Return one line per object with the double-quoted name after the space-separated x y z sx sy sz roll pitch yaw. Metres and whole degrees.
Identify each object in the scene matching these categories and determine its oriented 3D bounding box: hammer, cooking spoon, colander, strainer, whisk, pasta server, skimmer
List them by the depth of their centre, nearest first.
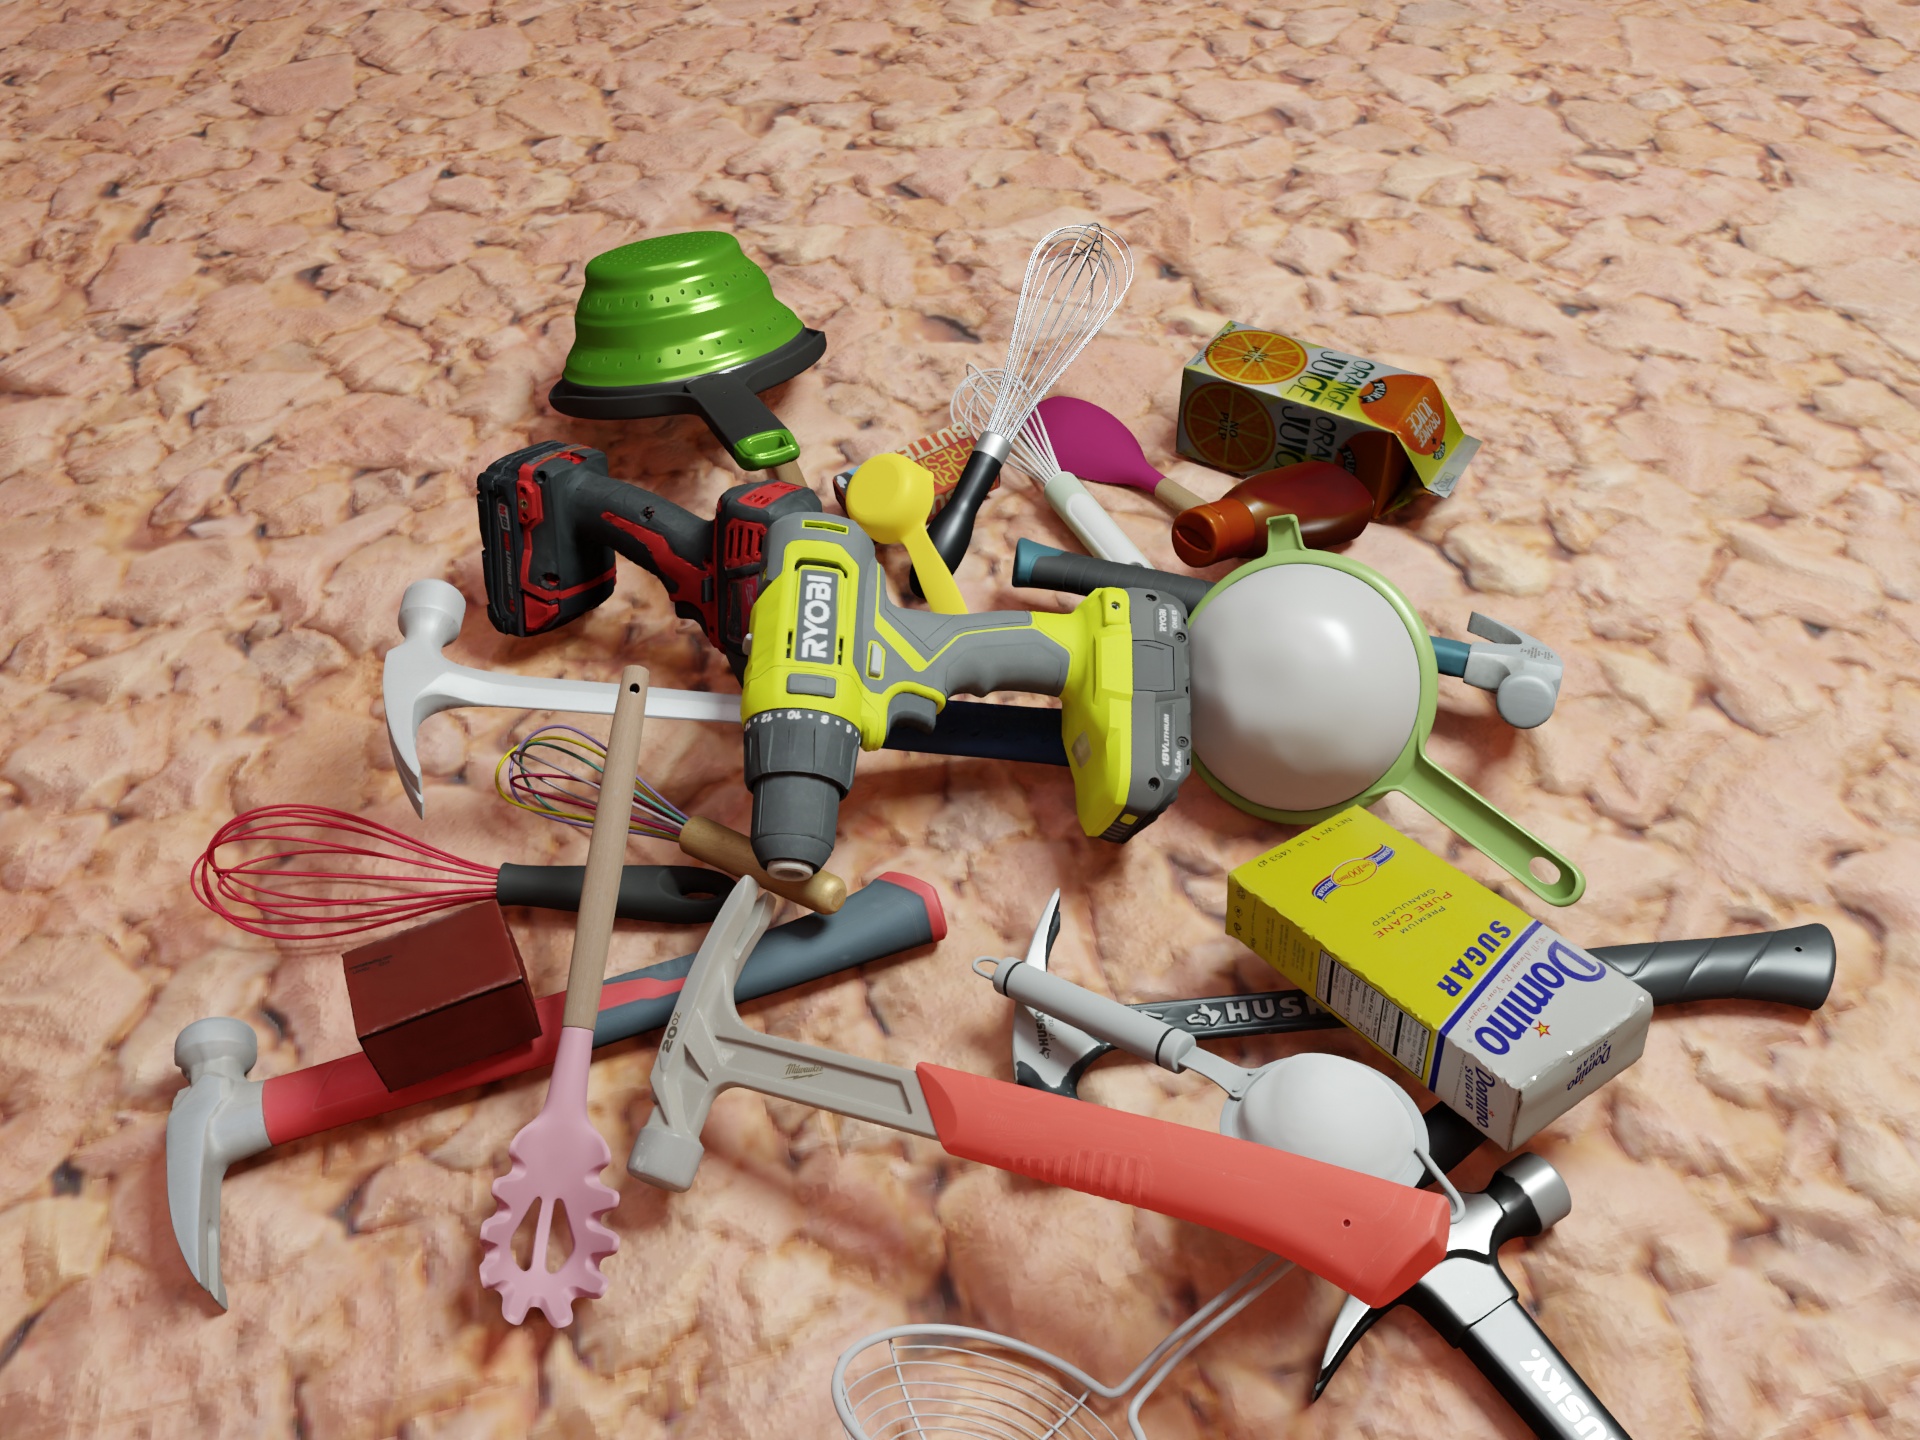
0.277 0.326 0.596 0.146 0.035 0.335 -25 50 -19 "hammer"
0.119 0.211 0.665 0.363 0.090 0.127 -31 24 -18 "skimmer"
0.024 0.164 0.676 0.359 0.036 0.149 7 64 29 "hammer"
0.101 0.149 0.706 0.259 0.050 0.087 18 40 39 "strainer"
-0.176 0.119 0.755 0.060 0.040 0.316 12 68 -18 "pasta server"
0.227 0.134 0.784 0.409 0.036 0.149 -5 45 -1 "hammer"
-0.188 0.162 0.788 0.386 0.038 0.143 -16 49 -10 "hammer"
0.209 0.013 0.828 0.256 0.151 0.069 40 18 24 "strainer"
-0.266 0.086 0.857 0.296 0.073 0.073 4 47 0 "whisk"
-0.163 0.058 0.858 0.245 0.051 0.047 19 25 30 "whisk"
-0.106 0.000 0.870 0.405 0.035 0.144 5 48 -10 "hammer"
0.181 -0.061 0.934 0.331 0.033 0.128 15 19 20 "hammer"
0.036 -0.205 1.045 0.070 0.070 0.285 22 80 23 "whisk"
0.153 -0.145 1.065 0.069 0.017 0.319 -32 52 -23 "cooking spoon"
-0.177 -0.259 1.066 0.204 0.094 0.397 -17 29 -13 "colander"
0.062 -0.163 1.072 0.058 0.059 0.247 -31 55 -5 "whisk"

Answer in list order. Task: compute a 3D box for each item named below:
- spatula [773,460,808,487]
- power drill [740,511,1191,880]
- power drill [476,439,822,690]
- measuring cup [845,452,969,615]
-0.086 -0.119 1.043 0.082 0.044 0.318 9 36 -30 "spatula"
-0.001 -0.003 0.828 0.228 0.080 0.191 7 66 -10 "power drill"
-0.181 -0.086 0.961 0.220 0.143 0.078 15 29 24 "power drill"
-0.030 -0.108 0.999 0.062 0.029 0.157 -37 54 17 "measuring cup"
